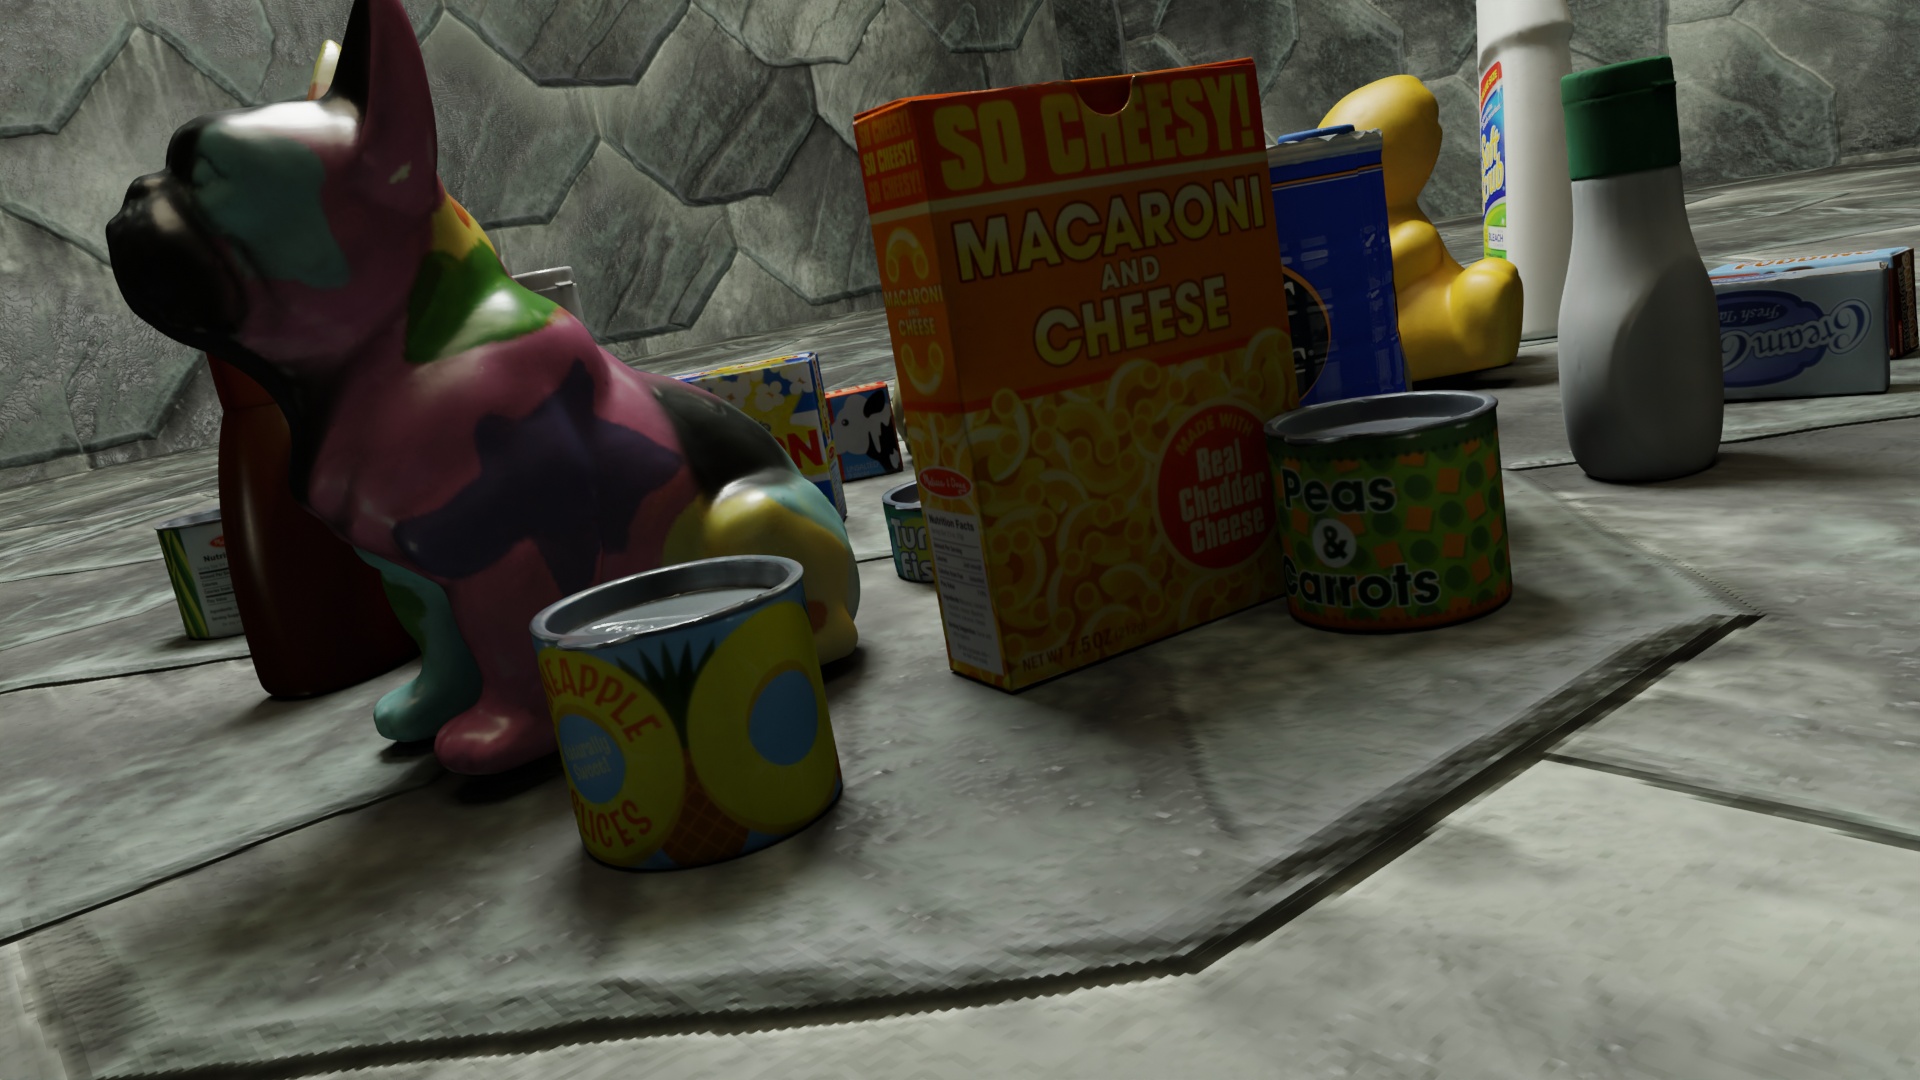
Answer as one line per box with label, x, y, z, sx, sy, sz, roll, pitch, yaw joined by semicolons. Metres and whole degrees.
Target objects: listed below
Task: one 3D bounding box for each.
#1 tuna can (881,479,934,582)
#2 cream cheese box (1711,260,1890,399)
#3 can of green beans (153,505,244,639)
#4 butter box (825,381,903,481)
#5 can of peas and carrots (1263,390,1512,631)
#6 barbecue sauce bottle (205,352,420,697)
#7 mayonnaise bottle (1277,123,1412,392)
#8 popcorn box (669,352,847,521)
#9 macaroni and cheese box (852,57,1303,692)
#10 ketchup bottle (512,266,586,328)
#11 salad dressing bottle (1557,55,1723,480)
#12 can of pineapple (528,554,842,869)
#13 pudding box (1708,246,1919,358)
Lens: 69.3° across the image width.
tuna can;0.002;-0.007;0.557;0.071;0.032;0.071;-9;12;2
cream cheese box;0.344;-0.089;0.608;0.103;0.053;0.024;-1;15;36
can of green beans;-0.360;0.012;0.697;0.071;0.057;0.071;-9;12;2
butter box;-0.089;-0.058;0.811;0.104;0.053;0.024;-12;12;-8
can of peas and carrots;0.125;-0.009;0.410;0.071;0.058;0.071;-9;12;2
barbecue sauce bottle;-0.257;-0.018;0.540;0.043;0.148;0.065;-3;13;29
mayonnaise bottle;0.181;-0.124;0.674;0.065;0.147;0.041;-14;12;-17
popcorn box;-0.126;-0.039;0.682;0.127;0.085;0.038;-10;12;0
macaroni and cheese box;0.044;-0.053;0.420;0.124;0.166;0.040;-16;13;-28
ketchup bottle;-0.225;-0.081;0.802;0.043;0.148;0.065;-2;14;34
salad dressing bottle;0.245;-0.098;0.506;0.064;0.147;0.044;-16;13;-26
can of pineapple;-0.067;0.040;0.339;0.071;0.057;0.071;-9;12;2
pudding box;0.411;-0.113;0.673;0.030;0.049;0.083;-19;15;-37
